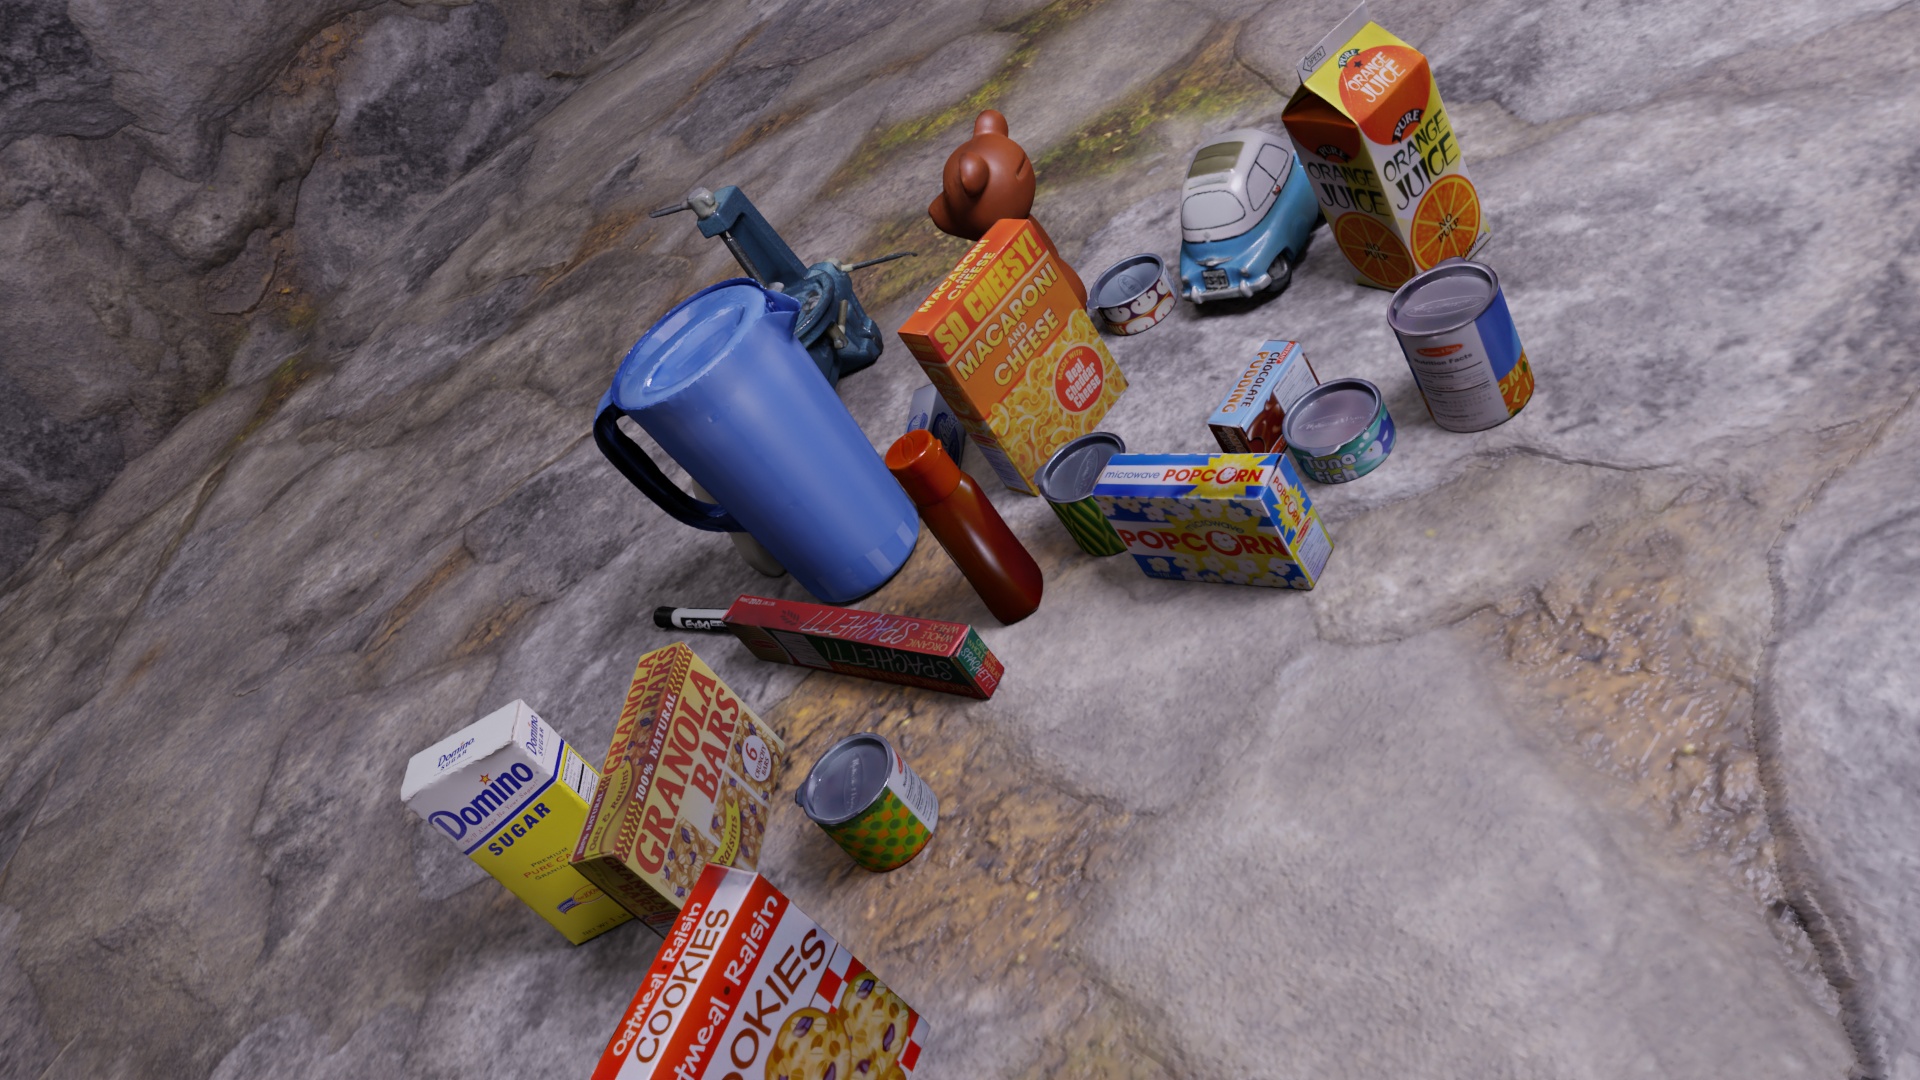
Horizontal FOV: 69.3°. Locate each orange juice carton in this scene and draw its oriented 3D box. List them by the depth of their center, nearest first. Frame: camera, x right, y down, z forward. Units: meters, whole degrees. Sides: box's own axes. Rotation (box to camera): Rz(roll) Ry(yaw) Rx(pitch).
[{"bbox_3d":[0.285,-0.263,0.944,0.072,0.192,0.073,-45,35,-10],"label":"orange juice carton"}]

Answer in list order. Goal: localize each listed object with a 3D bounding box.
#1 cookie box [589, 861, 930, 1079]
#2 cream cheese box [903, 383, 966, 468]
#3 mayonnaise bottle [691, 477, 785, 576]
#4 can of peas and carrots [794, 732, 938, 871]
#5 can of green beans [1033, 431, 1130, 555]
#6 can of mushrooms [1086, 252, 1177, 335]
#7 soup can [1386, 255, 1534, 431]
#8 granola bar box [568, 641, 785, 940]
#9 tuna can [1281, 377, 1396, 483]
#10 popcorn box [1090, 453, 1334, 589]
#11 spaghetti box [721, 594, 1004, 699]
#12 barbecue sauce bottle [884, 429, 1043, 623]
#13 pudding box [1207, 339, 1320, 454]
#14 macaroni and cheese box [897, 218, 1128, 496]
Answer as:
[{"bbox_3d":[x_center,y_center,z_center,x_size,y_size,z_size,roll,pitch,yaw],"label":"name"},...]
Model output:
[{"bbox_3d":[-0.095,0.258,0.692,0.040,0.167,0.123,-4,46,39],"label":"cookie box"},{"bbox_3d":[-0.022,-0.073,1.113,0.024,0.053,0.104,-18,39,26],"label":"cream cheese box"},{"bbox_3d":[-0.181,-0.039,1.128,0.041,0.147,0.065,10,56,47],"label":"mayonnaise bottle"},{"bbox_3d":[-0.057,0.164,0.864,0.071,0.058,0.071,-23,37,19],"label":"can of peas and carrots"},{"bbox_3d":[0.096,-0.032,0.958,0.071,0.057,0.071,-23,37,19],"label":"can of green beans"},{"bbox_3d":[0.140,-0.200,1.136,0.071,0.033,0.071,-23,37,19],"label":"can of mushrooms"},{"bbox_3d":[0.308,-0.120,0.853,0.071,0.083,0.072,-23,37,19],"label":"soup can"},{"bbox_3d":[-0.179,0.169,0.907,0.039,0.124,0.166,-19,38,24],"label":"granola bar box"},{"bbox_3d":[0.244,-0.069,0.895,0.071,0.032,0.071,-23,37,19],"label":"tuna can"},{"bbox_3d":[0.155,-0.013,0.862,0.126,0.085,0.038,3,51,43],"label":"popcorn box"},{"bbox_3d":[-0.075,0.074,0.992,0.250,0.050,0.029,4,52,44],"label":"spaghetti box"},{"bbox_3d":[0.003,-0.012,0.936,0.043,0.148,0.065,-28,36,14],"label":"barbecue sauce bottle"},{"bbox_3d":[0.206,-0.090,0.937,0.030,0.049,0.084,12,57,48],"label":"pudding box"},{"bbox_3d":[0.042,-0.134,1.028,0.040,0.166,0.124,16,61,49],"label":"macaroni and cheese box"}]
